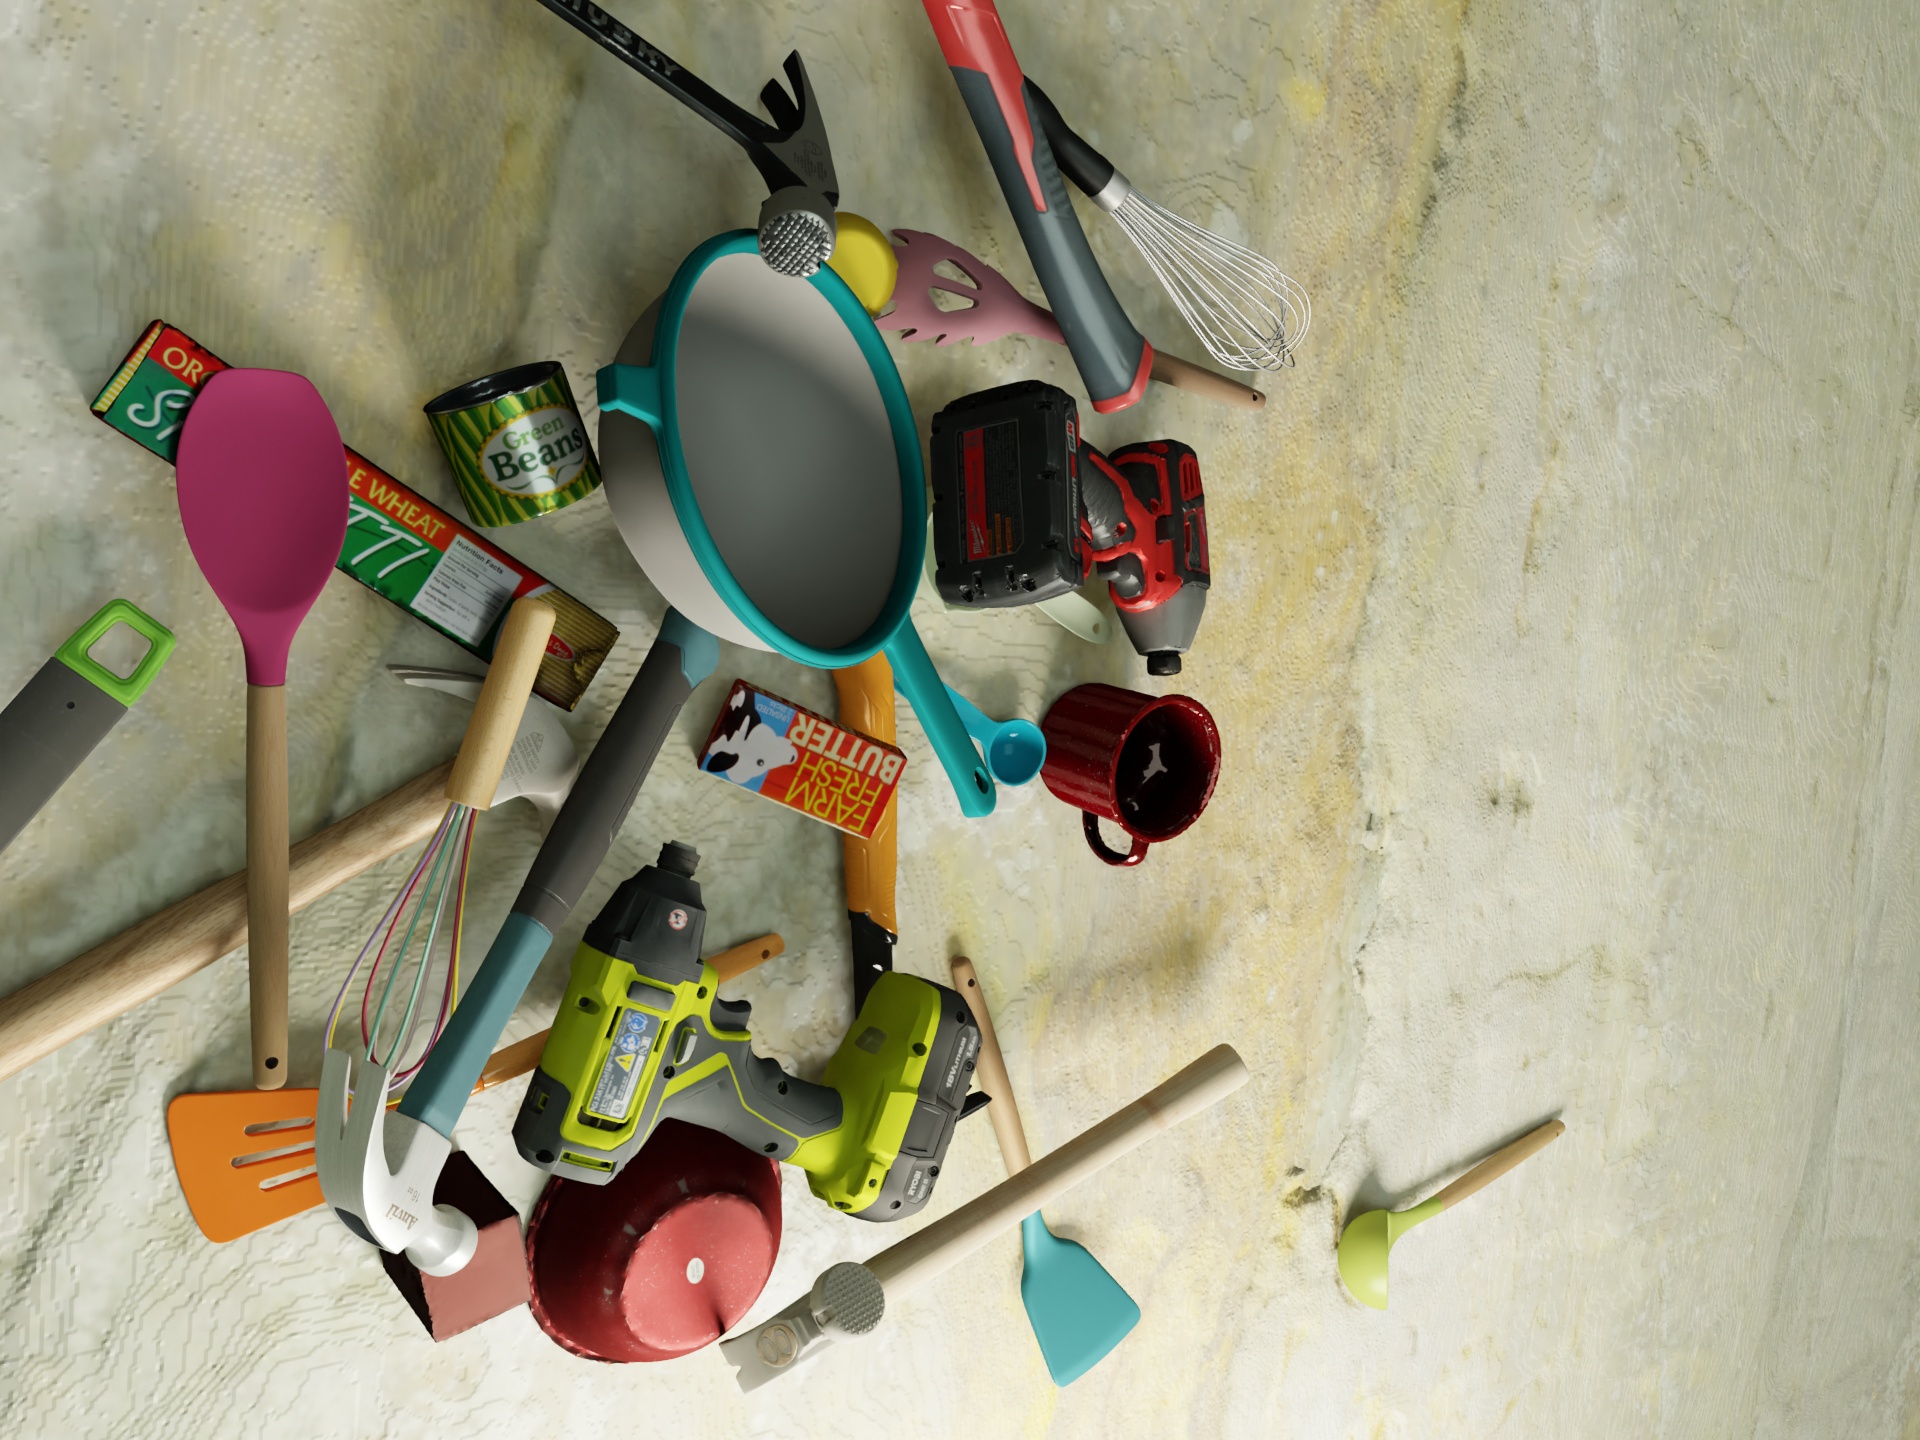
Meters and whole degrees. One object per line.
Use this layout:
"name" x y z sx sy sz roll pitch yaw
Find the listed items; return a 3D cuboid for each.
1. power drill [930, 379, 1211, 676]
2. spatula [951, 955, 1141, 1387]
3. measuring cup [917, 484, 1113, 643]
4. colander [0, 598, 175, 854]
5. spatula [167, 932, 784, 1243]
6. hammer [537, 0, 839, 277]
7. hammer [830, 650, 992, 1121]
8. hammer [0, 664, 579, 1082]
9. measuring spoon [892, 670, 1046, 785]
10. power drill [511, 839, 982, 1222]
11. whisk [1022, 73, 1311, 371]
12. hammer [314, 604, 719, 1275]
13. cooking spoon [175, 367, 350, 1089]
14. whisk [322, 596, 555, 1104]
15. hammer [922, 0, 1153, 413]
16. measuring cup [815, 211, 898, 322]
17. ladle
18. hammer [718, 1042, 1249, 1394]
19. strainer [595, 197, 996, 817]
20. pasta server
"power drill" 0.076 -0.104 0.908 0.219 0.078 0.143 8 78 -56
"spatula" 0.046 0.292 1.047 0.082 0.044 0.317 -29 116 -30
"measuring cup" 0.029 -0.085 0.946 0.167 0.038 0.083 29 83 -40
"colander" -0.437 0.113 0.590 0.204 0.094 0.397 41 73 -22
"spatula" -0.232 0.172 0.826 0.322 0.041 0.081 -20 112 -36
"hammer" -0.218 -0.344 0.669 0.408 0.036 0.149 29 39 -30
"hammer" -0.045 0.096 0.937 0.127 0.034 0.336 -12 108 -33
"hammer" -0.327 0.082 0.726 0.331 0.031 0.130 -32 119 -26
"measuring spoon" -0.002 -0.003 0.960 0.128 0.021 0.042 34 81 -28
"power drill" -0.105 0.173 0.849 0.223 0.080 0.171 24 81 -31
"whisk" 0.110 -0.297 0.945 0.284 0.070 0.070 31 82 -32
"hammer" -0.196 0.086 0.754 0.128 0.033 0.331 68 39 -54
"cooking spoon" -0.303 0.009 0.694 0.068 0.017 0.319 -3 102 -35
"whisk" -0.234 0.061 0.742 0.051 0.047 0.245 40 68 -78
"hammer" 0.002 -0.333 0.834 0.143 0.038 0.386 -33 114 -16
"measuring cup" -0.060 -0.190 0.850 0.062 0.029 0.156 -5 111 -10
"ladle" 0.432 0.407 1.355 0.320 0.062 0.078 -15 110 -36
"hammer" 0.039 0.290 0.979 0.410 0.146 0.038 -16 69 -44
"strainer" -0.084 -0.076 0.813 0.340 0.095 0.211 63 35 -31
"pasta server" 0.076 -0.227 0.955 0.316 0.040 0.060 7 97 -41
